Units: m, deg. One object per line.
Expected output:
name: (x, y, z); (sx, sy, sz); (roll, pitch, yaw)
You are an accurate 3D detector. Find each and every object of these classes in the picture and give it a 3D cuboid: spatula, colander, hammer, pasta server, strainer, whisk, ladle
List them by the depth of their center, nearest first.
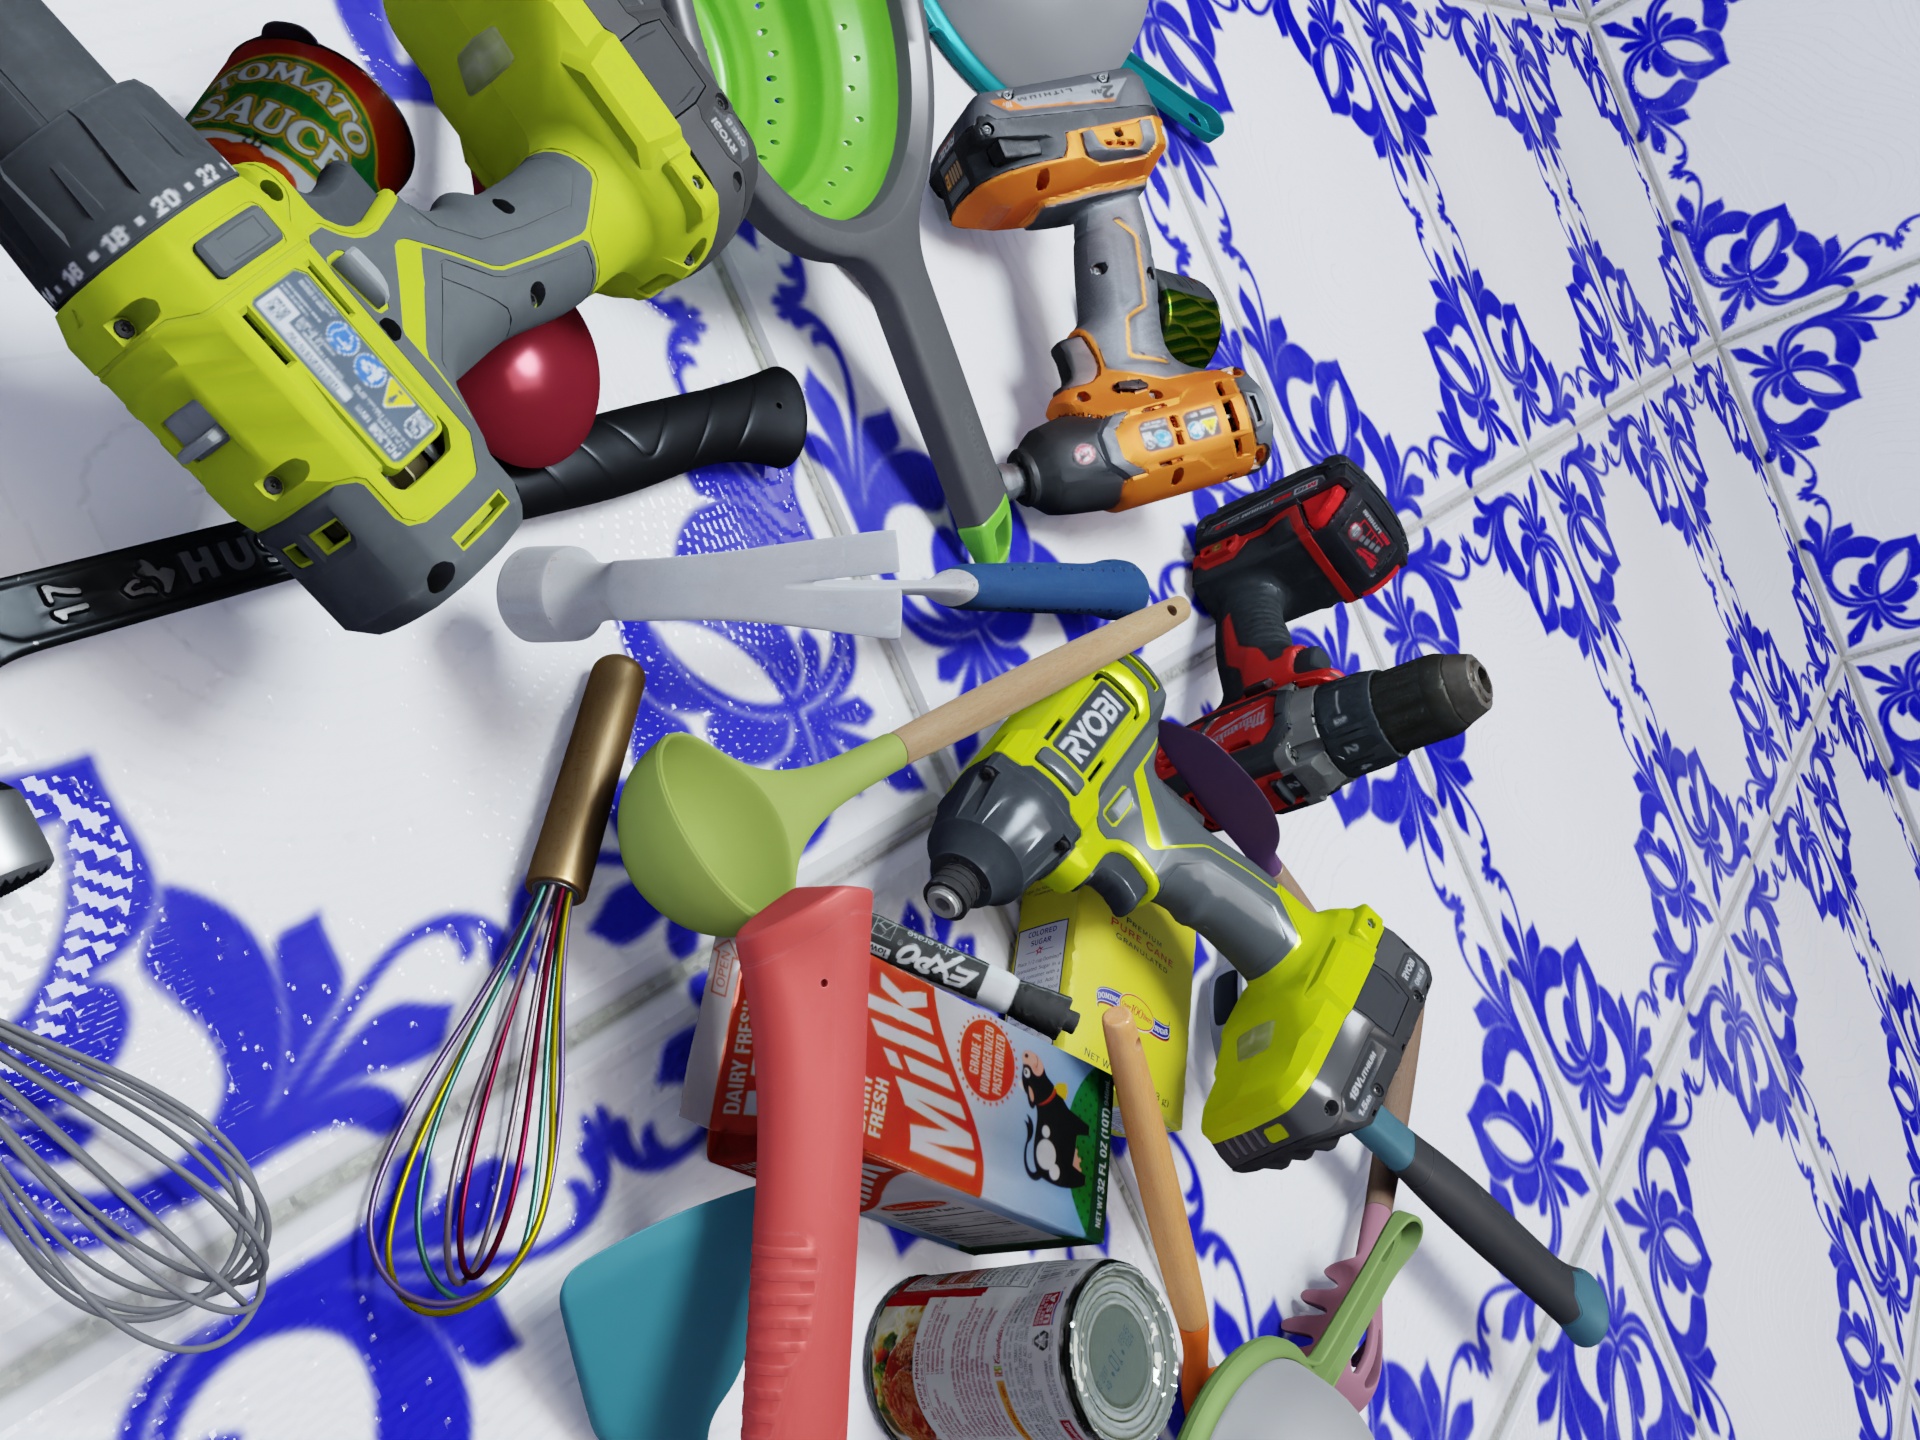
whisk: (-0.263, 0.074, 0.395); (0.238, 0.055, 0.055); (49, 42, -17)
hammer: (-0.045, 0.233, 0.506); (0.149, 0.037, 0.359); (9, 79, -32)
spatula: (-0.065, 0.318, 0.518); (0.082, 0.044, 0.317); (-11, 84, -44)
whisk: (-0.139, 0.078, 0.540); (0.051, 0.047, 0.245); (36, 46, -33)
hammer: (-0.188, -0.080, 0.560); (0.409, 0.036, 0.149); (-31, 97, -52)
ladle: (-0.186, -0.239, 0.613); (0.069, 0.031, 0.316); (8, 59, -47)
ladle: (-0.001, -0.002, 0.642); (0.320, 0.062, 0.078); (-26, 84, -39)
hammer: (-0.003, -0.056, 0.688); (0.405, 0.144, 0.035); (-9, 99, -62)
spatula: (0.108, 0.252, 0.708); (0.081, 0.041, 0.322); (-50, 134, -45)
strainer: (0.177, 0.326, 0.726); (0.256, 0.069, 0.151); (-42, 124, -39)
colander: (-0.074, -0.234, 0.737); (0.205, 0.094, 0.396); (-59, 137, -45)
spatula: (0.179, 0.094, 0.868); (0.018, 0.060, 0.315); (-54, 135, -16)
hammer: (0.255, 0.246, 0.889); (0.330, 0.033, 0.128); (42, 38, -18)
pasta server: (0.237, 0.262, 0.915); (0.060, 0.040, 0.316); (54, 37, -18)
strainer: (0.095, -0.468, 1.019); (0.340, 0.095, 0.211); (14, 64, -45)

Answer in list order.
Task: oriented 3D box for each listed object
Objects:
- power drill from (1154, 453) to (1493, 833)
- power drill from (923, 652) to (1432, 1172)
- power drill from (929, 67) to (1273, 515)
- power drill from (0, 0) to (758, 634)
power drill: (0.203, -0.047, 0.887); (0.080, 0.188, 0.227); (46, 40, -28)
power drill: (0.092, 0.087, 0.709); (0.223, 0.080, 0.171); (44, 46, -3)
power drill: (0.062, -0.223, 0.863); (0.164, 0.084, 0.226); (-19, 89, -21)
power drill: (-0.173, -0.163, 0.477); (0.190, 0.080, 0.229); (53, 43, -24)
